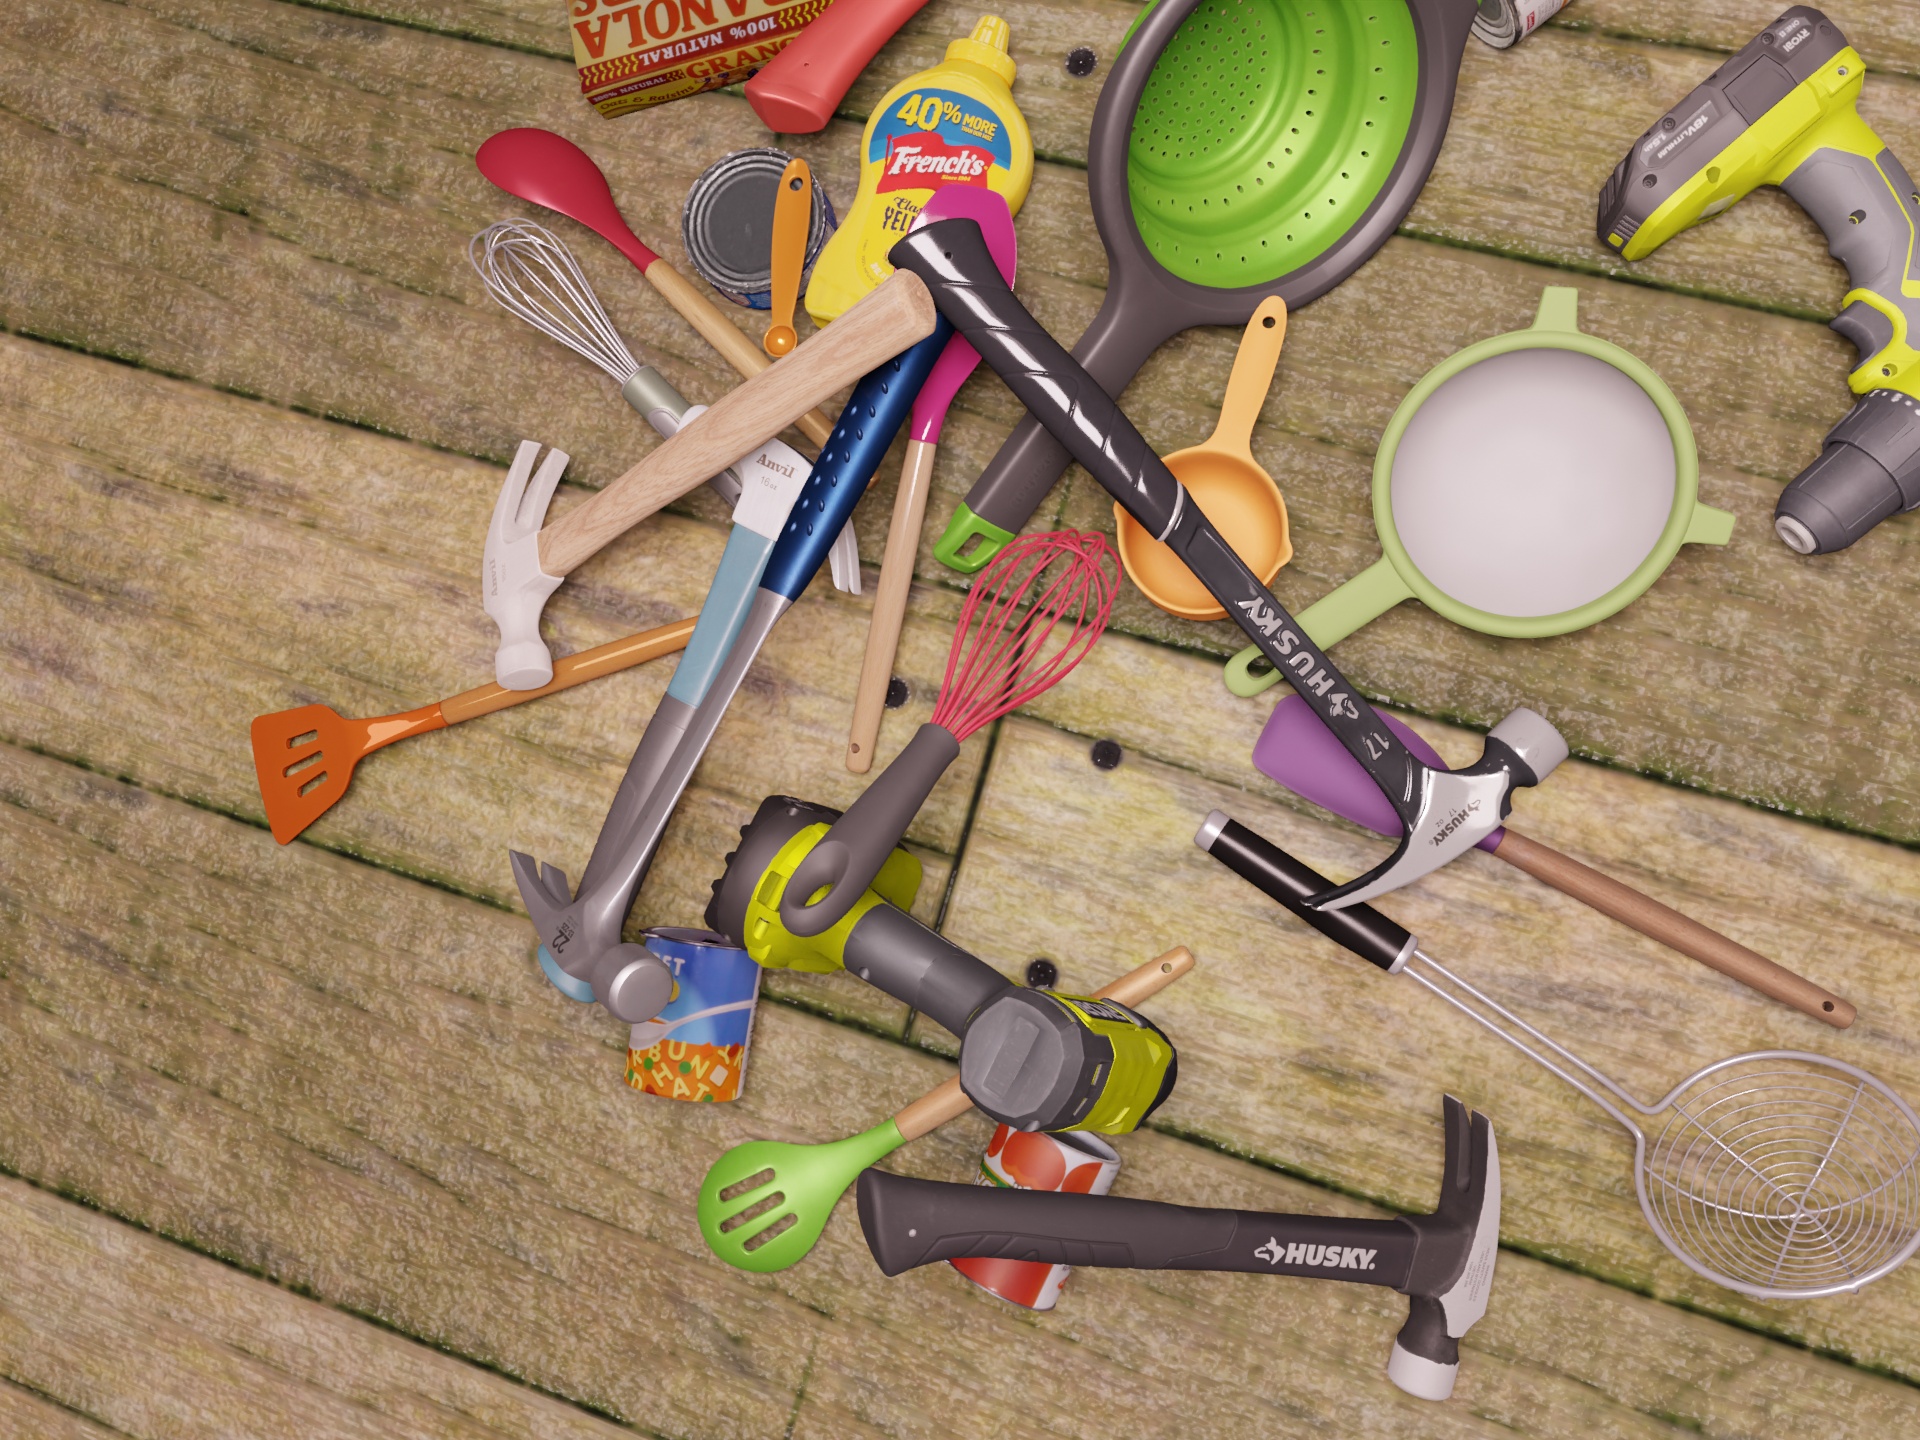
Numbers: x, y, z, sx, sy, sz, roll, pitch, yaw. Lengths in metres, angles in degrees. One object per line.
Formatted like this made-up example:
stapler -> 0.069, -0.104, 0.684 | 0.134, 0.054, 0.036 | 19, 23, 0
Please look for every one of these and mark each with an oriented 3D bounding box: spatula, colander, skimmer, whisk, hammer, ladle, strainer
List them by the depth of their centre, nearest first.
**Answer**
hammer -> 0.109, 0.234, 0.734 | 0.334, 0.035, 0.146 | 12, 94, -22
skimmer -> 0.277, 0.140, 0.773 | 0.363, 0.090, 0.127 | 34, 69, 14
hammer -> 0.112, -0.084, 0.781 | 0.149, 0.036, 0.409 | -43, 93, -3
whisk -> -0.001, -0.003, 0.787 | 0.073, 0.073, 0.296 | 29, 53, 12
hammer -> -0.103, -0.056, 0.806 | 0.144, 0.035, 0.405 | 25, 86, 48
spatula -> 0.300, 0.072, 0.812 | 0.316, 0.018, 0.060 | 29, 90, 13
strainer -> 0.246, -0.094, 0.822 | 0.256, 0.069, 0.151 | -35, 96, 24
hammer -> -0.144, -0.138, 0.833 | 0.331, 0.031, 0.130 | -27, 65, 32
colander -> 0.096, -0.255, 0.842 | 0.397, 0.204, 0.095 | -52, 43, 18
hammer -> -0.157, 0.001, 0.881 | 0.128, 0.033, 0.331 | 26, 97, 16
hammer -> 0.013, -0.464, 0.883 | 0.359, 0.036, 0.149 | -44, 79, -4
ladle -> -0.160, -0.243, 0.919 | 0.315, 0.069, 0.031 | 44, 137, 7
whisk -> -0.193, -0.201, 0.919 | 0.246, 0.059, 0.057 | 45, 135, 7
spatula -> -0.275, -0.011, 0.931 | 0.322, 0.041, 0.081 | -18, 81, 5

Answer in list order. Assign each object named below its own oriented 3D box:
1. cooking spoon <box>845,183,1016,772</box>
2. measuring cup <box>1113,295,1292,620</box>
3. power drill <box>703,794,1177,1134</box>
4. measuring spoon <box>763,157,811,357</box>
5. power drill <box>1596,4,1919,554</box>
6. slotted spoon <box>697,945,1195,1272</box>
cooking spoon -> -0.026, -0.125, 0.858 | 0.069, 0.017, 0.319 | 16, 101, 19
measuring cup -> 0.142, -0.136, 0.845 | 0.095, 0.052, 0.173 | 17, 87, 12
power drill -> -0.003, 0.127, 0.786 | 0.223, 0.171, 0.080 | 29, 92, 30
measuring spoon -> -0.095, -0.257, 0.888 | 0.021, 0.011, 0.117 | 3, 82, 12
power drill -> 0.428, -0.213, 0.783 | 0.190, 0.080, 0.228 | -41, 82, 5
slotted spoon -> -0.011, 0.205, 0.857 | 0.314, 0.031, 0.070 | -32, 79, 5
